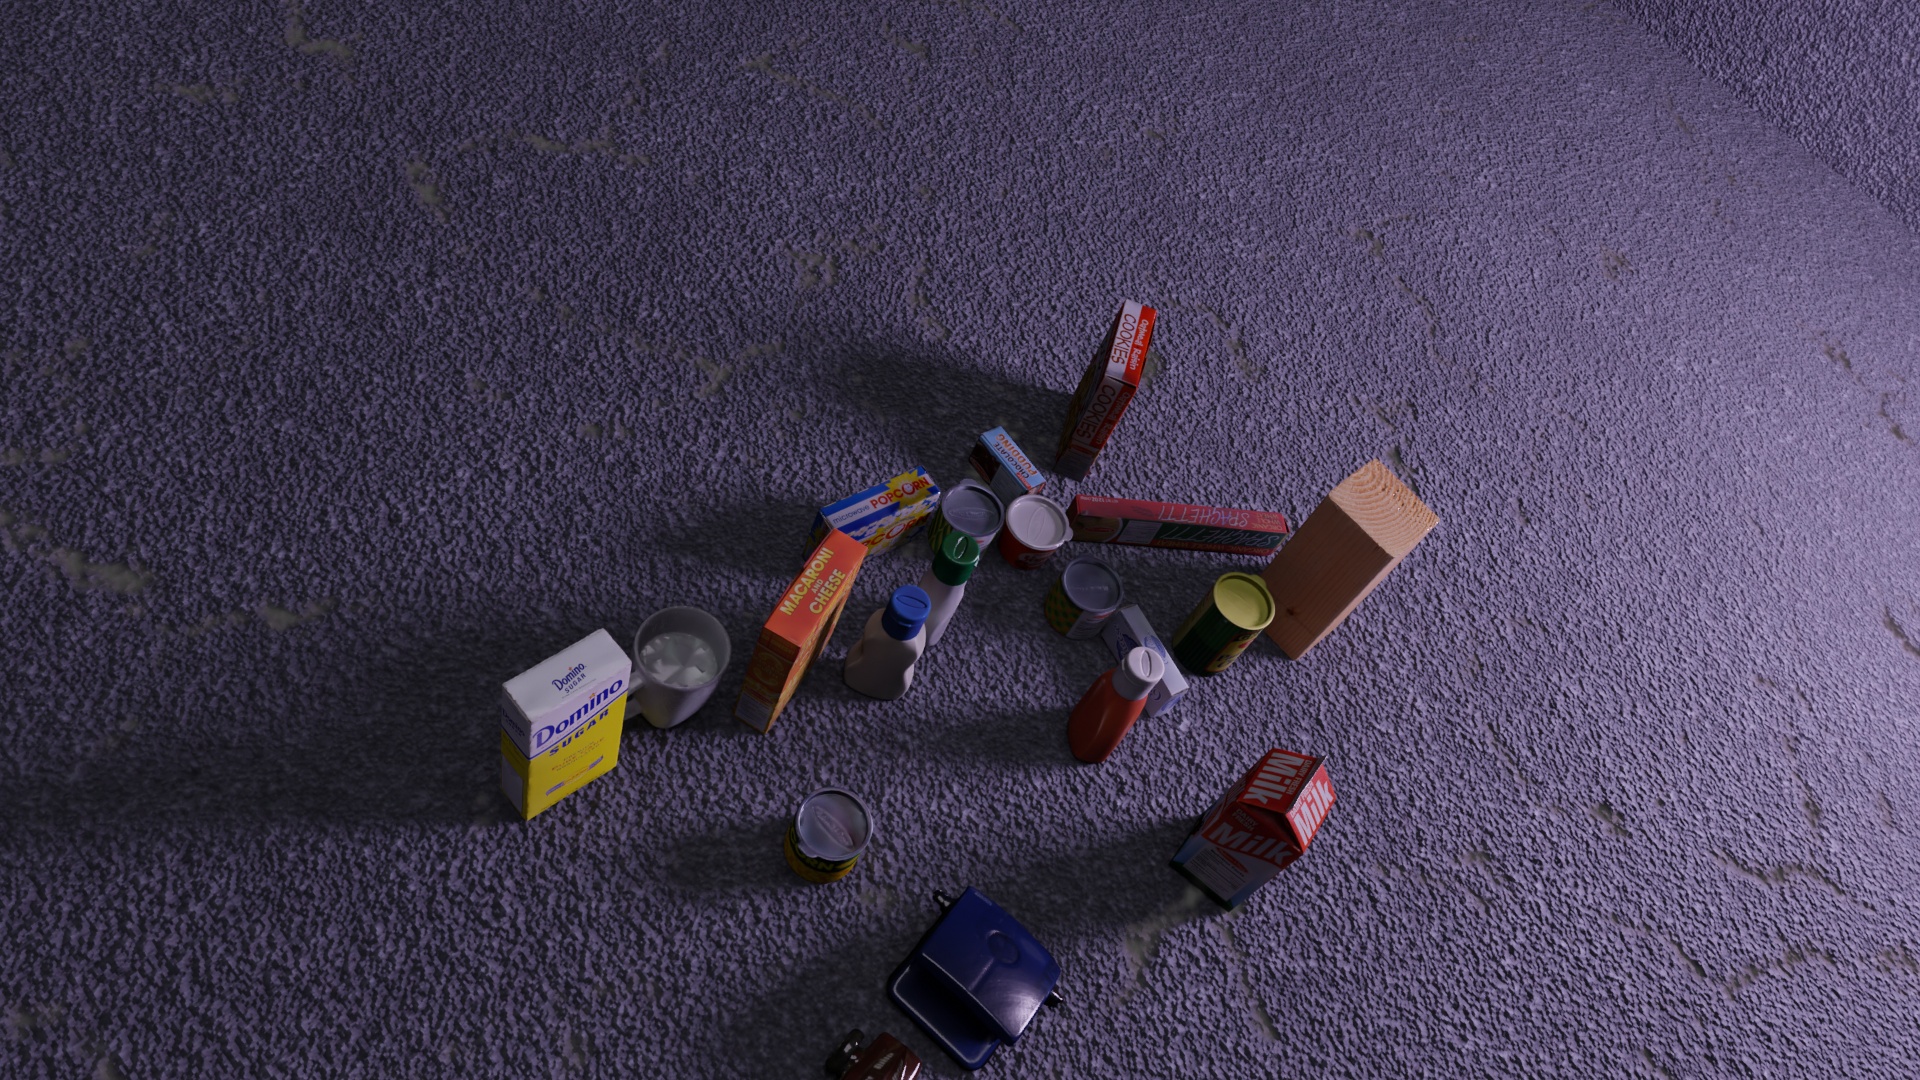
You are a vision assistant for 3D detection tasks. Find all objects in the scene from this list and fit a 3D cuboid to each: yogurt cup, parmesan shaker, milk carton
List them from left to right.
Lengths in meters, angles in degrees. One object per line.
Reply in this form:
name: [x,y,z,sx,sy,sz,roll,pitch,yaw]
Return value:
yogurt cup: [0.072,-0.006,1.437,0.072,0.053,0.073,9,54,-13]
parmesan shaker: [0.267,0.085,1.411,0.071,0.102,0.071,9,54,-13]
milk carton: [0.267,0.252,1.238,0.073,0.189,0.073,38,53,9]

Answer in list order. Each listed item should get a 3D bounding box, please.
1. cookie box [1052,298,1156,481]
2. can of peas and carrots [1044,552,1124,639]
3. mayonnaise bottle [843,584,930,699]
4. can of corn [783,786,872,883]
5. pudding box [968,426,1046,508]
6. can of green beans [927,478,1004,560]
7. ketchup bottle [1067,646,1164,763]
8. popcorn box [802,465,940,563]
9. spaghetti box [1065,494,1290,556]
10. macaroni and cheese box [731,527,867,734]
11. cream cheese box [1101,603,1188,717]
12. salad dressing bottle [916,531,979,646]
cookie box: [0.156,-0.161,1.503,0.040,0.166,0.123,21,52,-4]
can of peas and carrots: [0.124,0.057,1.408,0.071,0.058,0.071,9,54,-13]
mayonnaise bottle: [-0.062,0.093,1.261,0.065,0.147,0.041,18,53,-7]
can of corn: [-0.116,0.254,1.187,0.071,0.058,0.071,9,54,-13]
pudding box: [0.049,-0.075,1.479,0.030,0.049,0.084,-27,69,-32]
can of green beans: [0.005,-0.016,1.418,0.071,0.057,0.071,9,54,-13]
ketchup bottle: [0.144,0.150,1.293,0.043,0.148,0.065,11,54,-12]
popcorn box: [-0.088,-0.017,1.368,0.127,0.084,0.038,-25,68,-32]
spaghetti box: [0.233,-0.015,1.502,0.250,0.050,0.029,5,55,-16]
macaroni and cheese box: [-0.144,0.082,1.229,0.040,0.165,0.124,30,52,2]
cream cheese box: [0.184,0.120,1.388,0.024,0.053,0.104,-16,63,-28]
salad dressing bottle: [-0.019,0.046,1.309,0.044,0.146,0.064,26,52,-1]
